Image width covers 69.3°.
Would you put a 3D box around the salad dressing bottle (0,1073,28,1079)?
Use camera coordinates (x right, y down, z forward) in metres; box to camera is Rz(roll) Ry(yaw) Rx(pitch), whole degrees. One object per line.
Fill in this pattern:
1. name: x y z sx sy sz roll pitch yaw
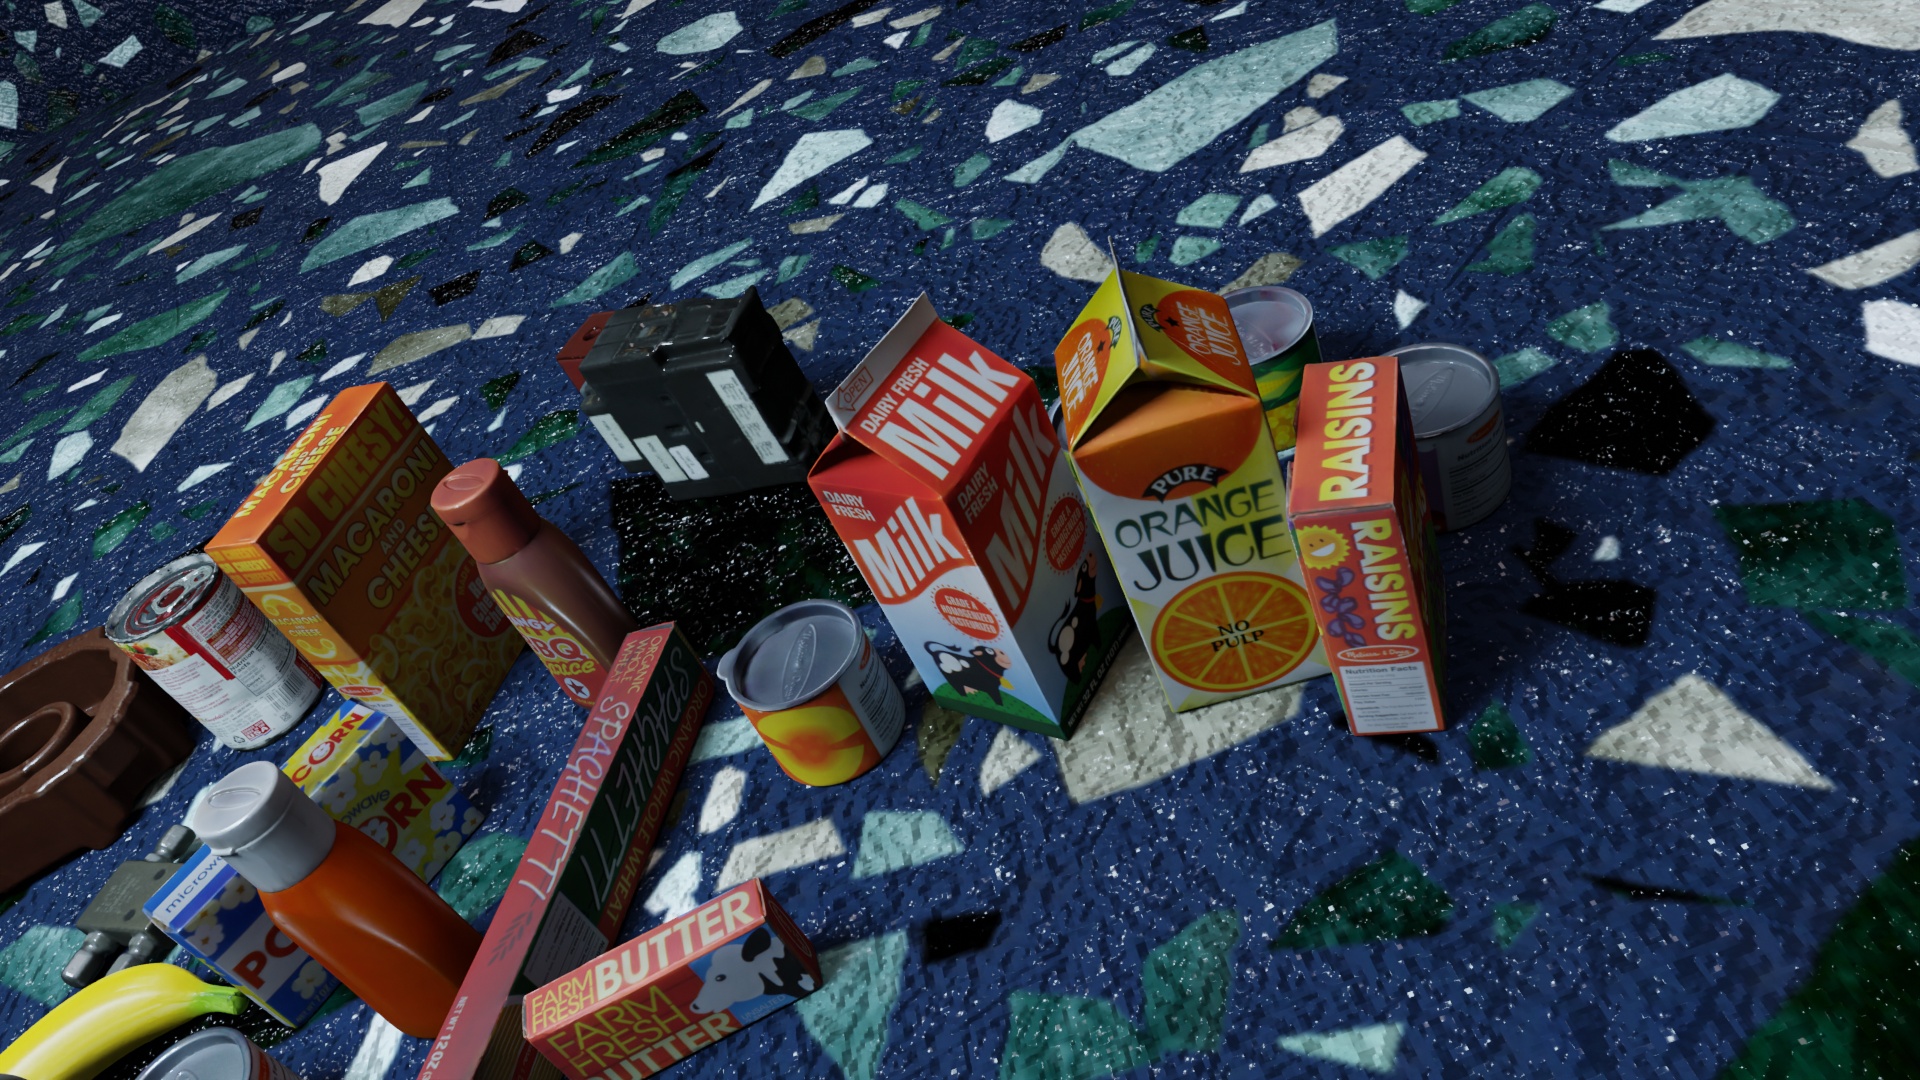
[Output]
1. salad dressing bottle: -0.413 0.238 0.563 0.044 0.147 0.064 -25 38 2

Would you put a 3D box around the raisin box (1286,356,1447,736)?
1. raisin box: 0.159 0.003 0.536 0.040 0.123 0.086 -6 42 24

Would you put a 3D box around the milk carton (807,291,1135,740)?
1. milk carton: 0.002 -0.007 0.582 0.073 0.189 0.073 9 50 37

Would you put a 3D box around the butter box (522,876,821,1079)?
1. butter box: -0.112 0.176 0.543 0.103 0.053 0.024 -27 38 -1

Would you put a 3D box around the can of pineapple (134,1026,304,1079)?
1. can of pineapple: -0.303 0.244 0.568 0.071 0.057 0.071 -16 39 13

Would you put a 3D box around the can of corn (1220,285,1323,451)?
1. can of corn: 0.147 -0.084 0.697 0.071 0.058 0.071 -16 39 13

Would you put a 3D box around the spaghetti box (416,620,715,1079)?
1. spaghetti box: -0.166 0.144 0.614 0.028 0.050 0.251 -8 41 21

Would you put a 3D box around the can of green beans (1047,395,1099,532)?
1. can of green beans: 0.082 -0.044 0.687 0.071 0.057 0.071 -16 39 13

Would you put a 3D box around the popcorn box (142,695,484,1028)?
1. popcorn box: -0.299 0.150 0.653 0.038 0.085 0.127 10 50 37

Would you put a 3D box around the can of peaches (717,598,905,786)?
1. can of peaches: -0.067 0.070 0.638 0.071 0.057 0.071 -16 39 13

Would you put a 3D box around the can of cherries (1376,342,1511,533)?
1. can of cherries: 0.206 -0.046 0.620 0.071 0.058 0.072 -16 39 13

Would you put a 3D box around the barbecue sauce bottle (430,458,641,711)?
1. barbecue sauce bottle: -0.207 0.024 0.696 0.065 0.148 0.044 5 47 34

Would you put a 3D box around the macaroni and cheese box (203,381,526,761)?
1. macaroni and cheese box: -0.301 0.019 0.740 0.040 0.165 0.124 -6 42 24

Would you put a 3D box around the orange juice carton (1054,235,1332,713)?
1. orange juice carton: 0.090 -0.025 0.551 0.073 0.191 0.072 -17 39 12

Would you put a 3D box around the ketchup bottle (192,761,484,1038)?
1. ketchup bottle: -0.251 0.151 0.573 0.064 0.148 0.044 -7 42 23
